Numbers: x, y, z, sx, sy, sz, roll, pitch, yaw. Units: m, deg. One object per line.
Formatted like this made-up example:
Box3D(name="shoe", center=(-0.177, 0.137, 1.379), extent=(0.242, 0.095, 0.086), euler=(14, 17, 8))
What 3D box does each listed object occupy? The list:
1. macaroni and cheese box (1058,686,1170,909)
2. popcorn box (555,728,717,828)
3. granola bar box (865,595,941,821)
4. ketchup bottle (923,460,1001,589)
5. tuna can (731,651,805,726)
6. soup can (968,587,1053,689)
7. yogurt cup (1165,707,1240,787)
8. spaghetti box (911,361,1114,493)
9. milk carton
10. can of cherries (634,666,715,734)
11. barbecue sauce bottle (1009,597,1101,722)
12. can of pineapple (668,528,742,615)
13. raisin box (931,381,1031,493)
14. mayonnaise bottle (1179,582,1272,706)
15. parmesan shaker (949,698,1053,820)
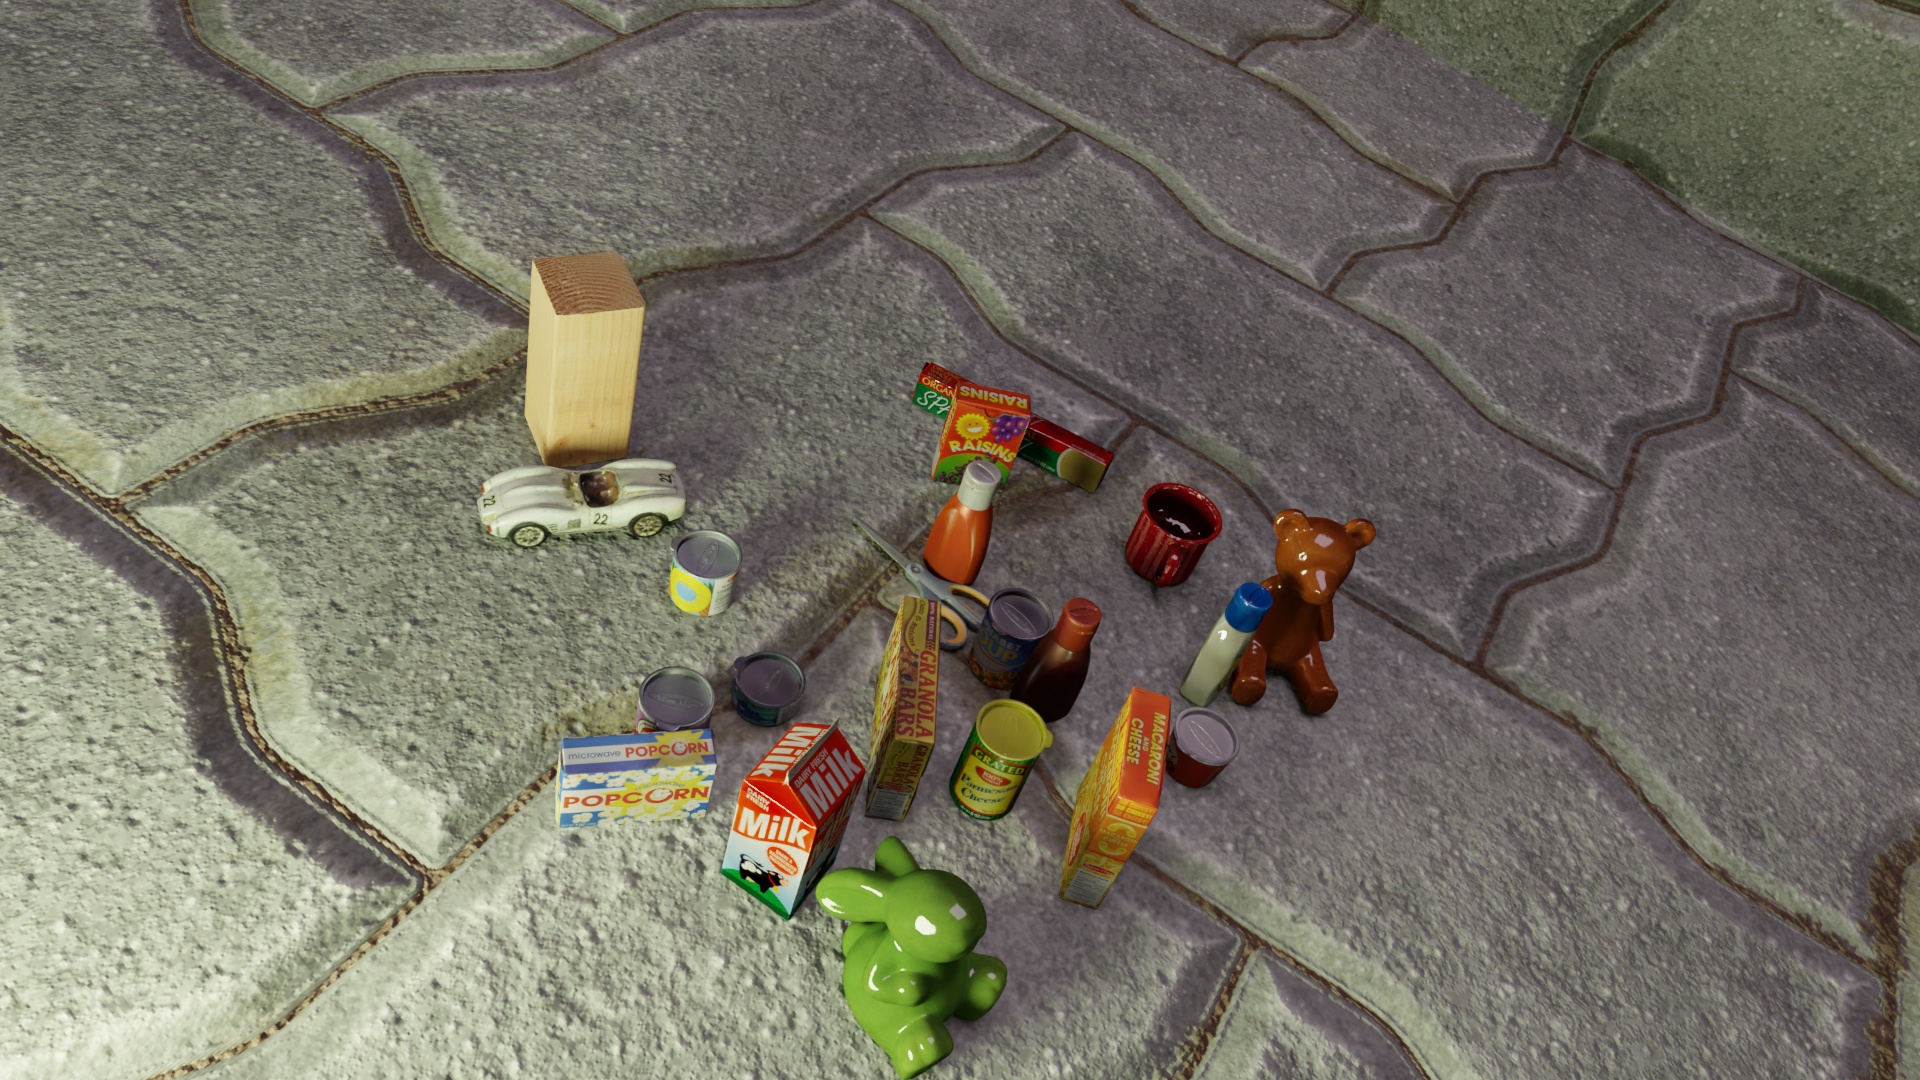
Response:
Box3D(name="macaroni and cheese box", center=(0.138, 0.228, 1.228), extent=(0.040, 0.165, 0.124), euler=(18, 44, -2))
Box3D(name="popcorn box", center=(-0.273, 0.200, 1.167), extent=(0.127, 0.084, 0.038), euler=(-1, 48, -20))
Box3D(name="granola bar box", center=(-0.051, 0.152, 1.266), extent=(0.039, 0.123, 0.166), euler=(11, 44, -9))
Box3D(name="ketchup bottle", center=(0.005, -0.018, 1.436), extent=(0.044, 0.148, 0.065), euler=(-29, 62, -38))
Box3D(name="tuna can", center=(-0.182, 0.138, 1.299), extent=(0.071, 0.032, 0.071), euler=(10, 45, -10))
Box3D(name="soup can", center=(0.047, 0.100, 1.382), extent=(0.071, 0.083, 0.072), euler=(10, 45, -10))
Box3D(name="yogurt cup", center=(0.234, 0.206, 1.365), extent=(0.072, 0.053, 0.073), euler=(10, 45, -10))
Box3D(name="spaghetti box", center=(0.059, -0.134, 1.640), extent=(0.250, 0.049, 0.029), euler=(27, 44, 8))
Box3D(name="milk carton", center=(-0.134, 0.219, 1.123), extent=(0.073, 0.189, 0.073), euler=(32, 45, 12))
Box3D(name="can of cherries", center=(-0.256, 0.157, 1.235), extent=(0.071, 0.058, 0.072), euler=(10, 45, -10))
Box3D(name="barbecue sauce bottle", center=(0.096, 0.116, 1.336), extent=(0.065, 0.147, 0.044), euler=(-3, 48, -22))
Box3D(name="can of pineapple", center=(-0.252, 0.031, 1.361), extent=(0.071, 0.057, 0.071), euler=(10, 45, -10))
Box3D(name="raisin box", center=(0.022, -0.114, 1.554), extent=(0.086, 0.122, 0.040), euler=(11, 44, -9))
Box3D(name="mayonnaise bottle", center=(0.272, 0.104, 1.411), extent=(0.041, 0.147, 0.065), euler=(35, 46, 15))
Box3D(name="parmesan shaker", center=(0.036, 0.202, 1.263), extent=(0.071, 0.102, 0.072), euler=(10, 45, -10))
